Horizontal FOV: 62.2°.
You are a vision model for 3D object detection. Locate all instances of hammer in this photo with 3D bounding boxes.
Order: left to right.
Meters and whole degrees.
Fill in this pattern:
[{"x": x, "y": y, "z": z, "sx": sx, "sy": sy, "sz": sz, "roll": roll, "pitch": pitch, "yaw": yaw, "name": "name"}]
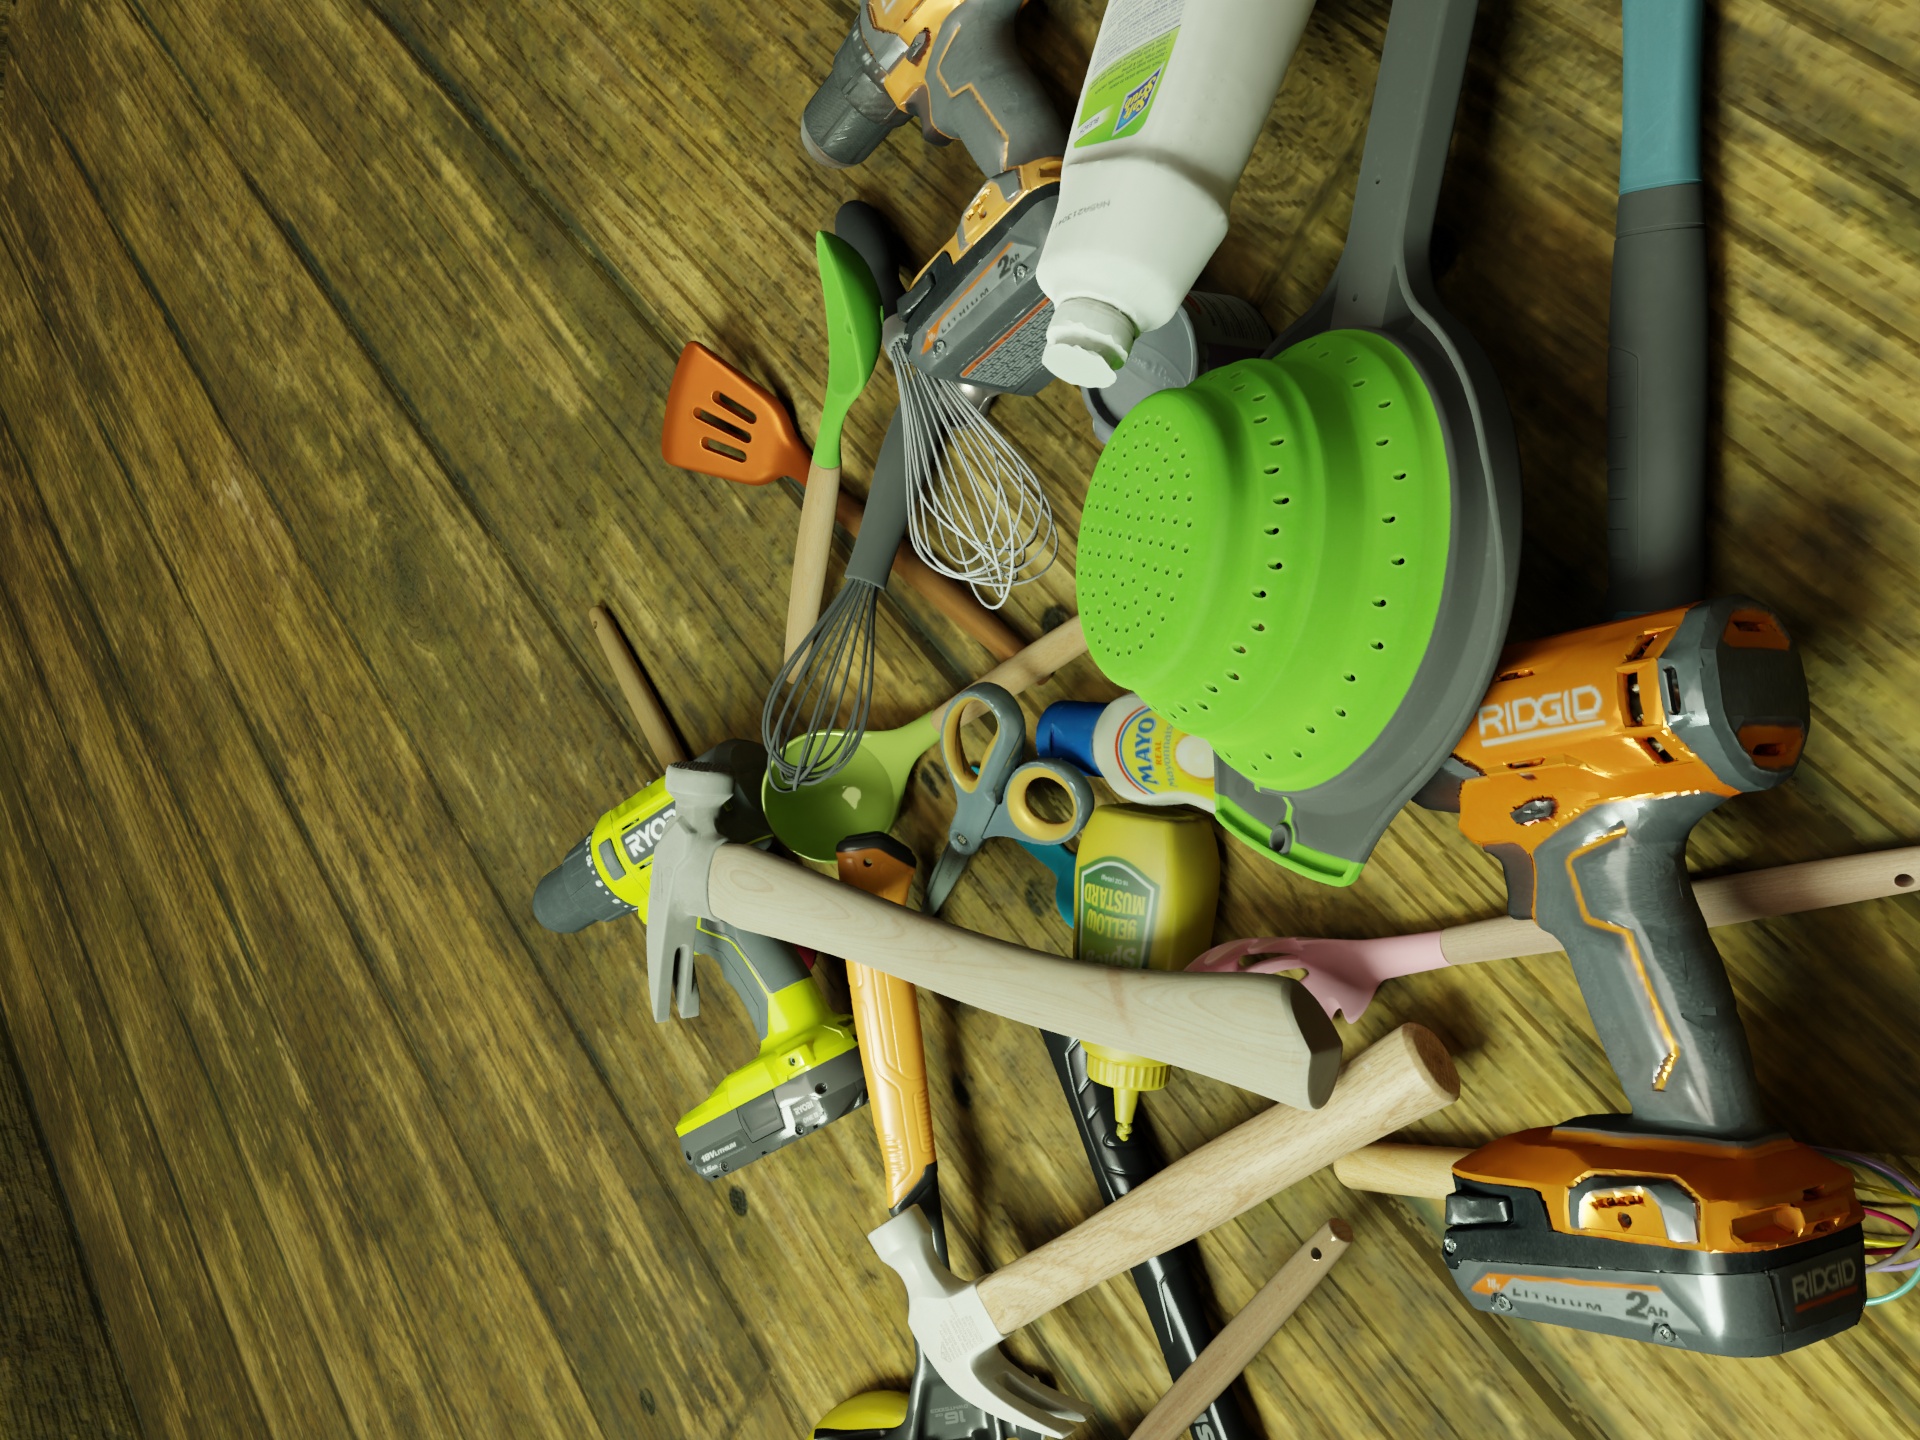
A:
[{"x": -0.037, "y": 0.229, "z": 0.858, "sx": 0.034, "sy": 0.127, "sz": 0.337, "roll": 178, "pitch": 84, "yaw": -89, "name": "hammer"}, {"x": -0.010, "y": 0.122, "z": 0.768, "sx": 0.411, "sy": 0.038, "sz": 0.146, "roll": 11, "pitch": 97, "yaw": 40, "name": "hammer"}, {"x": 0.090, "y": 0.229, "z": 0.726, "sx": 0.331, "sy": 0.031, "sz": 0.130, "roll": -42, "pitch": 73, "yaw": 34, "name": "hammer"}, {"x": 0.101, "y": 0.290, "z": 0.775, "sx": 0.146, "sy": 0.035, "sz": 0.335, "roll": -34, "pitch": 71, "yaw": 44, "name": "hammer"}, {"x": 0.243, "y": -0.170, "z": 0.556, "sx": 0.128, "sy": 0.033, "sz": 0.331, "roll": 5, "pitch": 100, "yaw": 48, "name": "hammer"}]

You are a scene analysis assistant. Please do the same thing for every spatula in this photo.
[{"x": -0.064, "y": -0.110, "z": 0.890, "sx": 0.323, "sy": 0.041, "sz": 0.081, "roll": 42, "pitch": 126, "yaw": 34, "name": "spatula"}, {"x": 0.095, "y": 0.329, "z": 0.748, "sx": 0.060, "sy": 0.018, "sz": 0.315, "roll": 50, "pitch": 128, "yaw": 30, "name": "spatula"}]

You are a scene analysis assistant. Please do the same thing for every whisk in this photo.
[{"x": -0.052, "y": -0.075, "z": 0.831, "sx": 0.055, "sy": 0.055, "sz": 0.239, "roll": 13, "pitch": 82, "yaw": 46, "name": "whisk"}, {"x": -0.020, "y": -0.170, "z": 0.800, "sx": 0.070, "sy": 0.070, "sz": 0.285, "roll": -52, "pitch": 45, "yaw": 38, "name": "whisk"}, {"x": 0.244, "y": 0.180, "z": 0.603, "sx": 0.245, "sy": 0.047, "sz": 0.051, "roll": -13, "pitch": 74, "yaw": 52, "name": "whisk"}]

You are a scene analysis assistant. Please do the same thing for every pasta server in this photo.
[{"x": 0.213, "y": 0.089, "z": 0.622, "sx": 0.316, "sy": 0.040, "sz": 0.060, "roll": -21, "pitch": 109, "yaw": 45, "name": "pasta server"}]

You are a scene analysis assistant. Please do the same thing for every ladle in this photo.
[{"x": -0.181, "y": 0.039, "z": 1.051, "sx": 0.316, "sy": 0.031, "sz": 0.069, "roll": 57, "pitch": 130, "yaw": 27, "name": "ladle"}, {"x": -0.001, "y": -0.003, "z": 0.811, "sx": 0.078, "sy": 0.062, "sz": 0.320, "roll": 52, "pitch": 138, "yaw": -6, "name": "ladle"}]

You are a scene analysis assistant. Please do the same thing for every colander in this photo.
[{"x": 0.118, "y": -0.142, "z": 0.581, "sx": 0.205, "sy": 0.094, "sz": 0.397, "roll": -149, "pitch": 67, "yaw": -67, "name": "colander"}]

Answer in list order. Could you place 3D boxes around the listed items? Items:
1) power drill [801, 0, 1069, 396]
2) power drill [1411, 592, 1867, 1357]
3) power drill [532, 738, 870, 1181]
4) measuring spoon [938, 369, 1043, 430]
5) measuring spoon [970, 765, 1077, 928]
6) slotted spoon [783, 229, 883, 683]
[{"x": -0.002, "y": -0.270, "z": 0.768, "sx": 0.185, "sy": 0.084, "sz": 0.226, "roll": -33, "pitch": 64, "yaw": 44, "name": "power drill"}, {"x": 0.210, "y": 0.083, "z": 0.545, "sx": 0.164, "sy": 0.084, "sz": 0.226, "roll": -15, "pitch": 77, "yaw": 55, "name": "power drill"}, {"x": -0.153, "y": 0.148, "z": 0.953, "sx": 0.190, "sy": 0.080, "sz": 0.228, "roll": -32, "pitch": 79, "yaw": 25, "name": "power drill"}, {"x": 0.038, "y": -0.174, "z": 0.793, "sx": 0.124, "sy": 0.018, "sz": 0.034, "roll": -15, "pitch": 73, "yaw": 41, "name": "measuring spoon"}, {"x": 0.035, "y": 0.064, "z": 0.821, "sx": 0.129, "sy": 0.021, "sz": 0.042, "roll": 43, "pitch": 125, "yaw": 34, "name": "measuring spoon"}, {"x": -0.073, "y": -0.121, "z": 0.842, "sx": 0.313, "sy": 0.031, "sz": 0.070, "roll": 106, "pitch": 149, "yaw": -51, "name": "slotted spoon"}]
